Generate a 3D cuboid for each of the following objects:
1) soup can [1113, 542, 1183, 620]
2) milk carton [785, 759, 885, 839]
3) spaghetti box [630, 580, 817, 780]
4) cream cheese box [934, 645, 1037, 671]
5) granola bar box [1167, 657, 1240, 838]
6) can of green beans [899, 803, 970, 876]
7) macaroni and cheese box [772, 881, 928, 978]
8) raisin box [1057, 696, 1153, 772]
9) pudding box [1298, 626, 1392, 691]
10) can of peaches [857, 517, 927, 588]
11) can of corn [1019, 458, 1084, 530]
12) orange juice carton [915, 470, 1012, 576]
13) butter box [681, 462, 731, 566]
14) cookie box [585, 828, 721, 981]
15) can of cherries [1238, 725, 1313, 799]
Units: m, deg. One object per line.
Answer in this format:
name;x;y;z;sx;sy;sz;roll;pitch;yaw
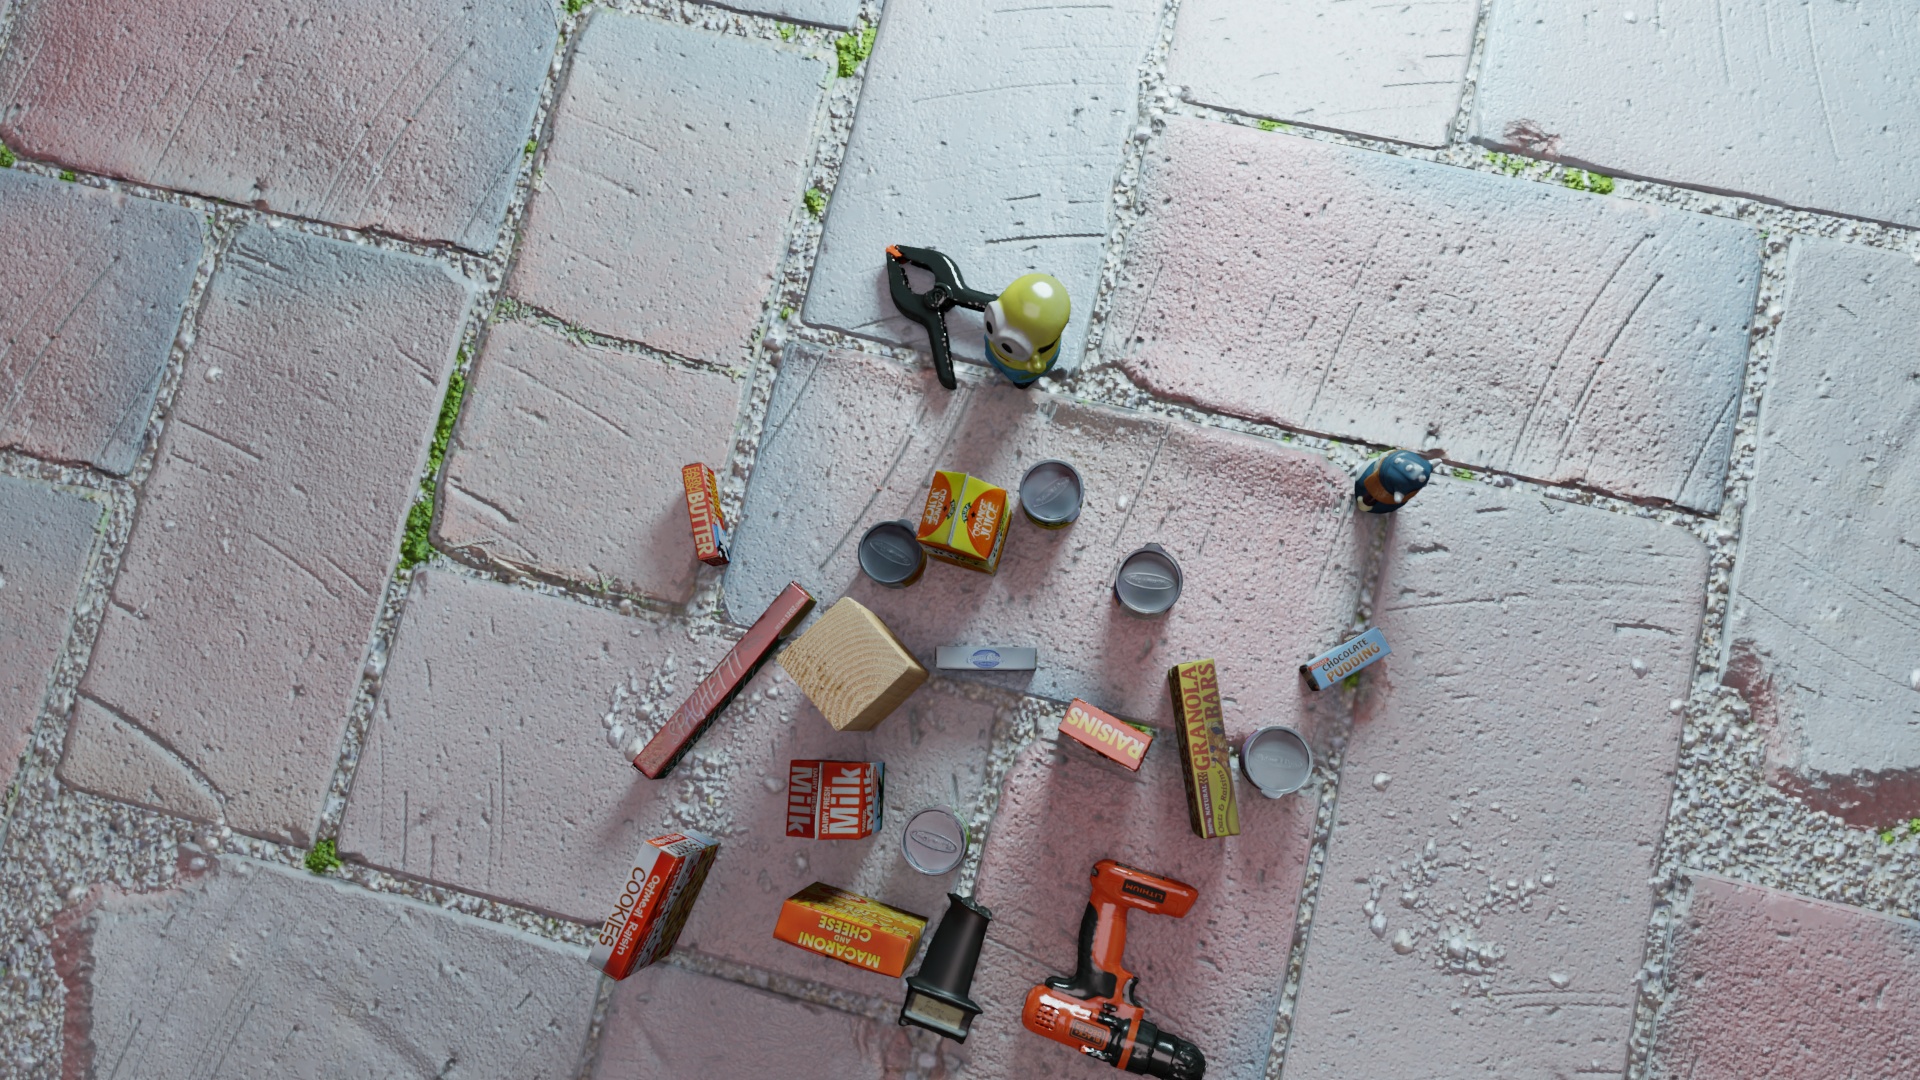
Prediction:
soup can;0.189;0.043;1.401;0.071;0.083;0.071;-1;82;4
milk carton;-0.121;0.248;1.339;0.073;0.190;0.072;2;82;5
spaghetti box;-0.242;0.146;1.435;0.029;0.050;0.250;40;86;9
cream cheese box;0.027;0.121;1.417;0.104;0.053;0.024;1;82;4
granola bar box;0.235;0.202;1.353;0.039;0.124;0.165;-8;81;3
can of green beans;-0.024;0.300;1.391;0.071;0.057;0.071;-1;82;4
macaroni and cheese box;-0.101;0.372;1.331;0.124;0.166;0.040;16;84;7
raisin box;0.140;0.190;1.362;0.086;0.123;0.040;28;85;8
pudding box;0.386;0.119;1.392;0.084;0.049;0.030;-29;81;0
can of peaches;-0.068;0.014;1.438;0.071;0.058;0.071;-1;82;4
can of corn;0.096;-0.045;1.435;0.071;0.058;0.071;-1;82;4
orange juice carton;0.005;-0.017;1.369;0.073;0.192;0.072;16;83;6
butter box;-0.268;-0.027;1.462;0.024;0.053;0.103;-13;81;3
cookie box;-0.293;0.350;1.348;0.040;0.167;0.123;24;84;7
can of cherries;0.311;0.220;1.378;0.071;0.058;0.071;-1;82;4
